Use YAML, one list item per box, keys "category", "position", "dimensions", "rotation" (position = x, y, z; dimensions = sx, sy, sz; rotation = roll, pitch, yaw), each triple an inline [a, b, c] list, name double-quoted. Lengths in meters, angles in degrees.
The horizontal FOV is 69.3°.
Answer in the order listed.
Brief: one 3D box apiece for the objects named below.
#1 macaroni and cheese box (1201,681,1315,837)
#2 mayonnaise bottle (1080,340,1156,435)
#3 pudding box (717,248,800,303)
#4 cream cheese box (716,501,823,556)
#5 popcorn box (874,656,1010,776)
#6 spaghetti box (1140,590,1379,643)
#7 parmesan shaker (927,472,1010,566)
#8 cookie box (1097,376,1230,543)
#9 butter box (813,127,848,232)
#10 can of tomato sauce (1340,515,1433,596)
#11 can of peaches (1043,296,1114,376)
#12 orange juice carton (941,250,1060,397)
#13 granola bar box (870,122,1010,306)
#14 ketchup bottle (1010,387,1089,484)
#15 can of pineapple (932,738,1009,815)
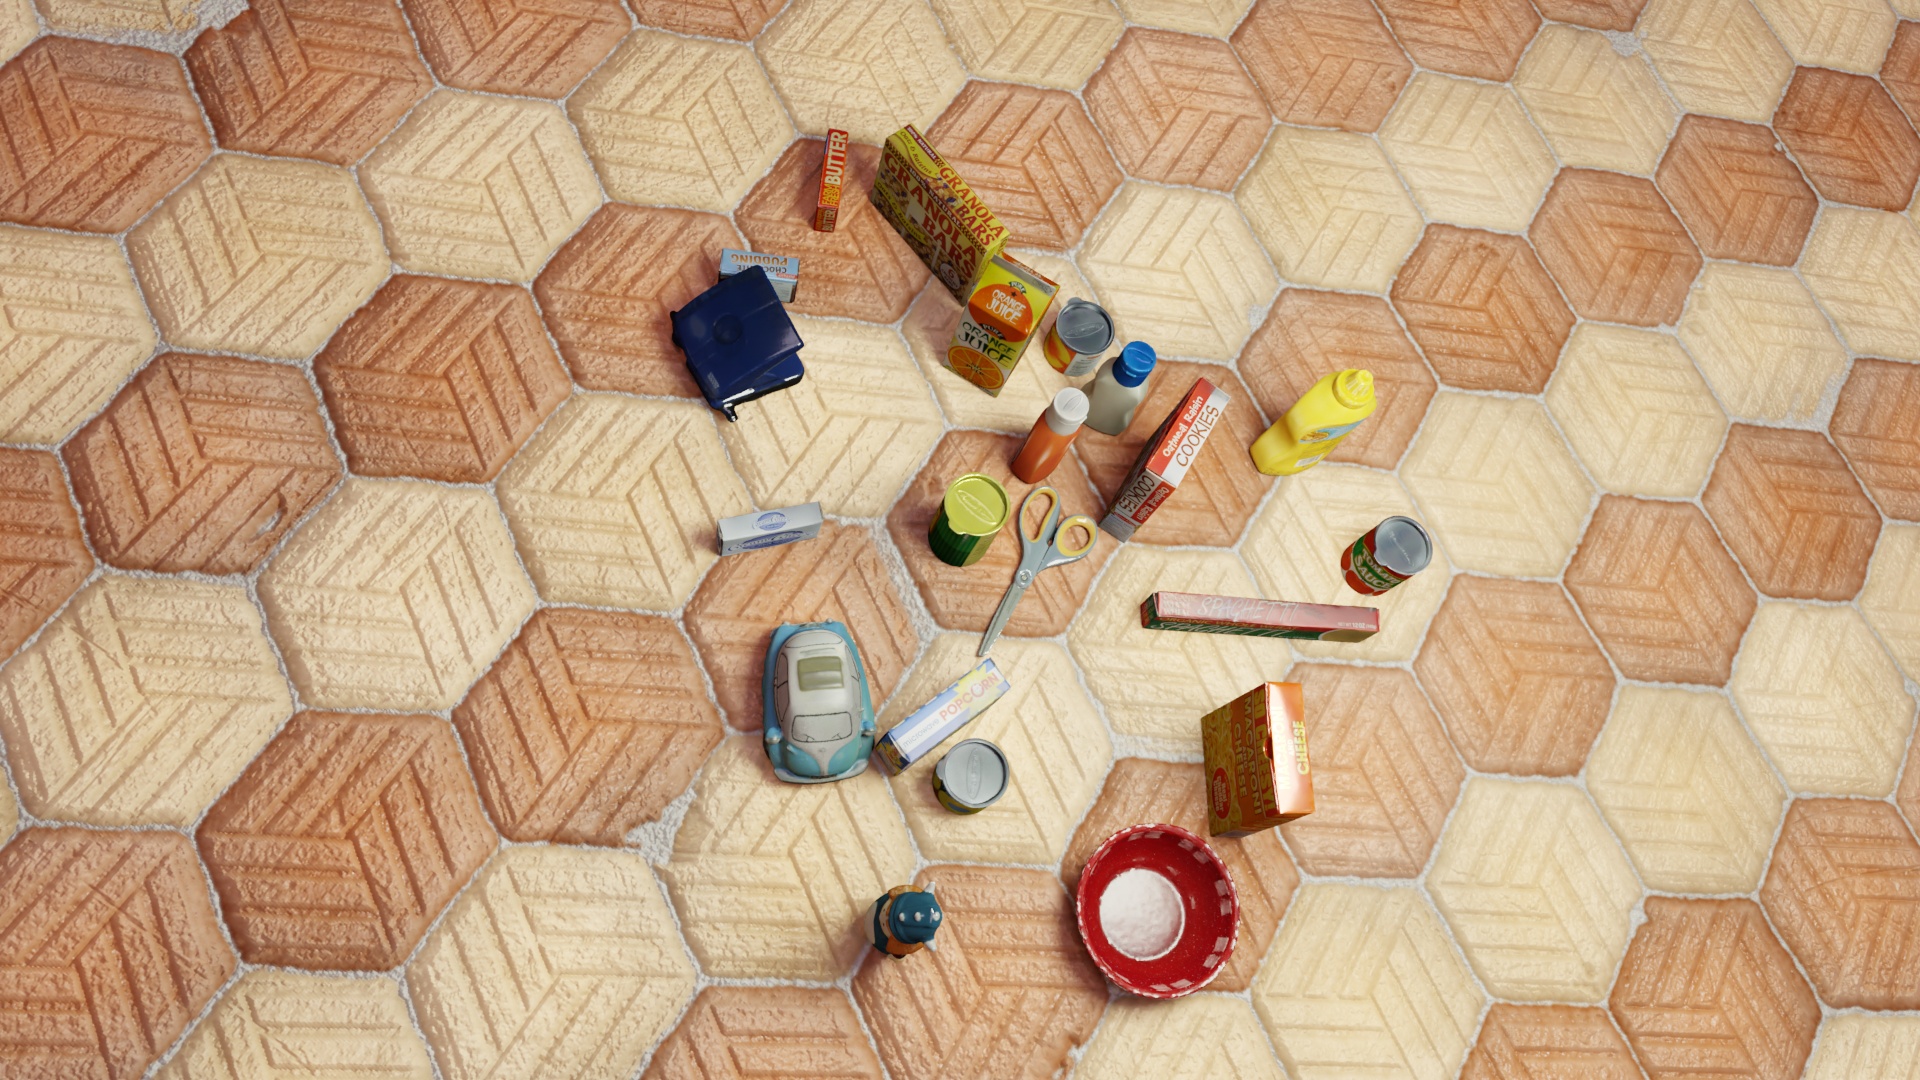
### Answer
- category: "macaroni and cheese box"
  position: [0.283, 0.215, 1.341]
  dimensions: [0.040, 0.165, 0.124]
  rotation: [3, 70, -11]
- category: "mayonnaise bottle"
  position: [0.167, -0.162, 1.463]
  dimensions: [0.065, 0.147, 0.041]
  rotation: [27, 68, -2]
- category: "pudding box"
  position: [-0.215, -0.281, 1.478]
  dimensions: [0.084, 0.049, 0.030]
  rotation: [6, 70, -10]
- category: "cream cheese box"
  position: [-0.190, -0.011, 1.383]
  dimensions: [0.104, 0.053, 0.024]
  rotation: [-11, 74, -16]
- category: "popcorn box"
  position: [-0.018, 0.171, 1.336]
  dimensions: [0.127, 0.085, 0.038]
  rotation: [-35, 81, -21]
- category: "spaghetti box"
  position: [0.314, 0.081, 1.459]
  dimensions: [0.250, 0.050, 0.029]
  rotation: [4, 70, -11]
- category: "parmesan shaker"
  position: [0.005, -0.018, 1.400]
  dimensions: [0.071, 0.102, 0.071]
  rotation: [4, 70, -11]
- category: "cookie box"
  position: [0.207, -0.081, 1.431]
  dimensions: [0.040, 0.166, 0.123]
  rotation: [33, 67, 1]
- category: "butter box"
  position: [-0.143, -0.397, 1.533]
  dimensions: [0.024, 0.053, 0.104]
  rotation: [8, 69, -9]
- category: "can of tomato sauce"
  position: [0.456, 0.019, 1.494]
  dimensions: [0.071, 0.082, 0.071]
  rotation: [4, 70, -11]
- category: "can of peaches"
  position: [0.129, -0.223, 1.526]
  dimensions: [0.071, 0.058, 0.071]
  rotation: [4, 70, -11]
- category: "orange juice carton"
  position: [0.044, -0.231, 1.437]
  dimensions: [0.072, 0.192, 0.073]
  rotation: [31, 68, 0]
- category: "granola bar box"
  position: [-0.024, -0.351, 1.504]
  dimensions: [0.039, 0.123, 0.165]
  rotation: [-37, 82, -21]
- category: "ketchup bottle"
  position: [0.096, -0.110, 1.428]
  dimensions: [0.043, 0.148, 0.065]
  rotation: [43, 68, 5]
- category: "can of pineapple"
  position: [0.008, 0.227, 1.336]
  dimensions: [0.071, 0.057, 0.071]
  rotation: [4, 70, -11]
